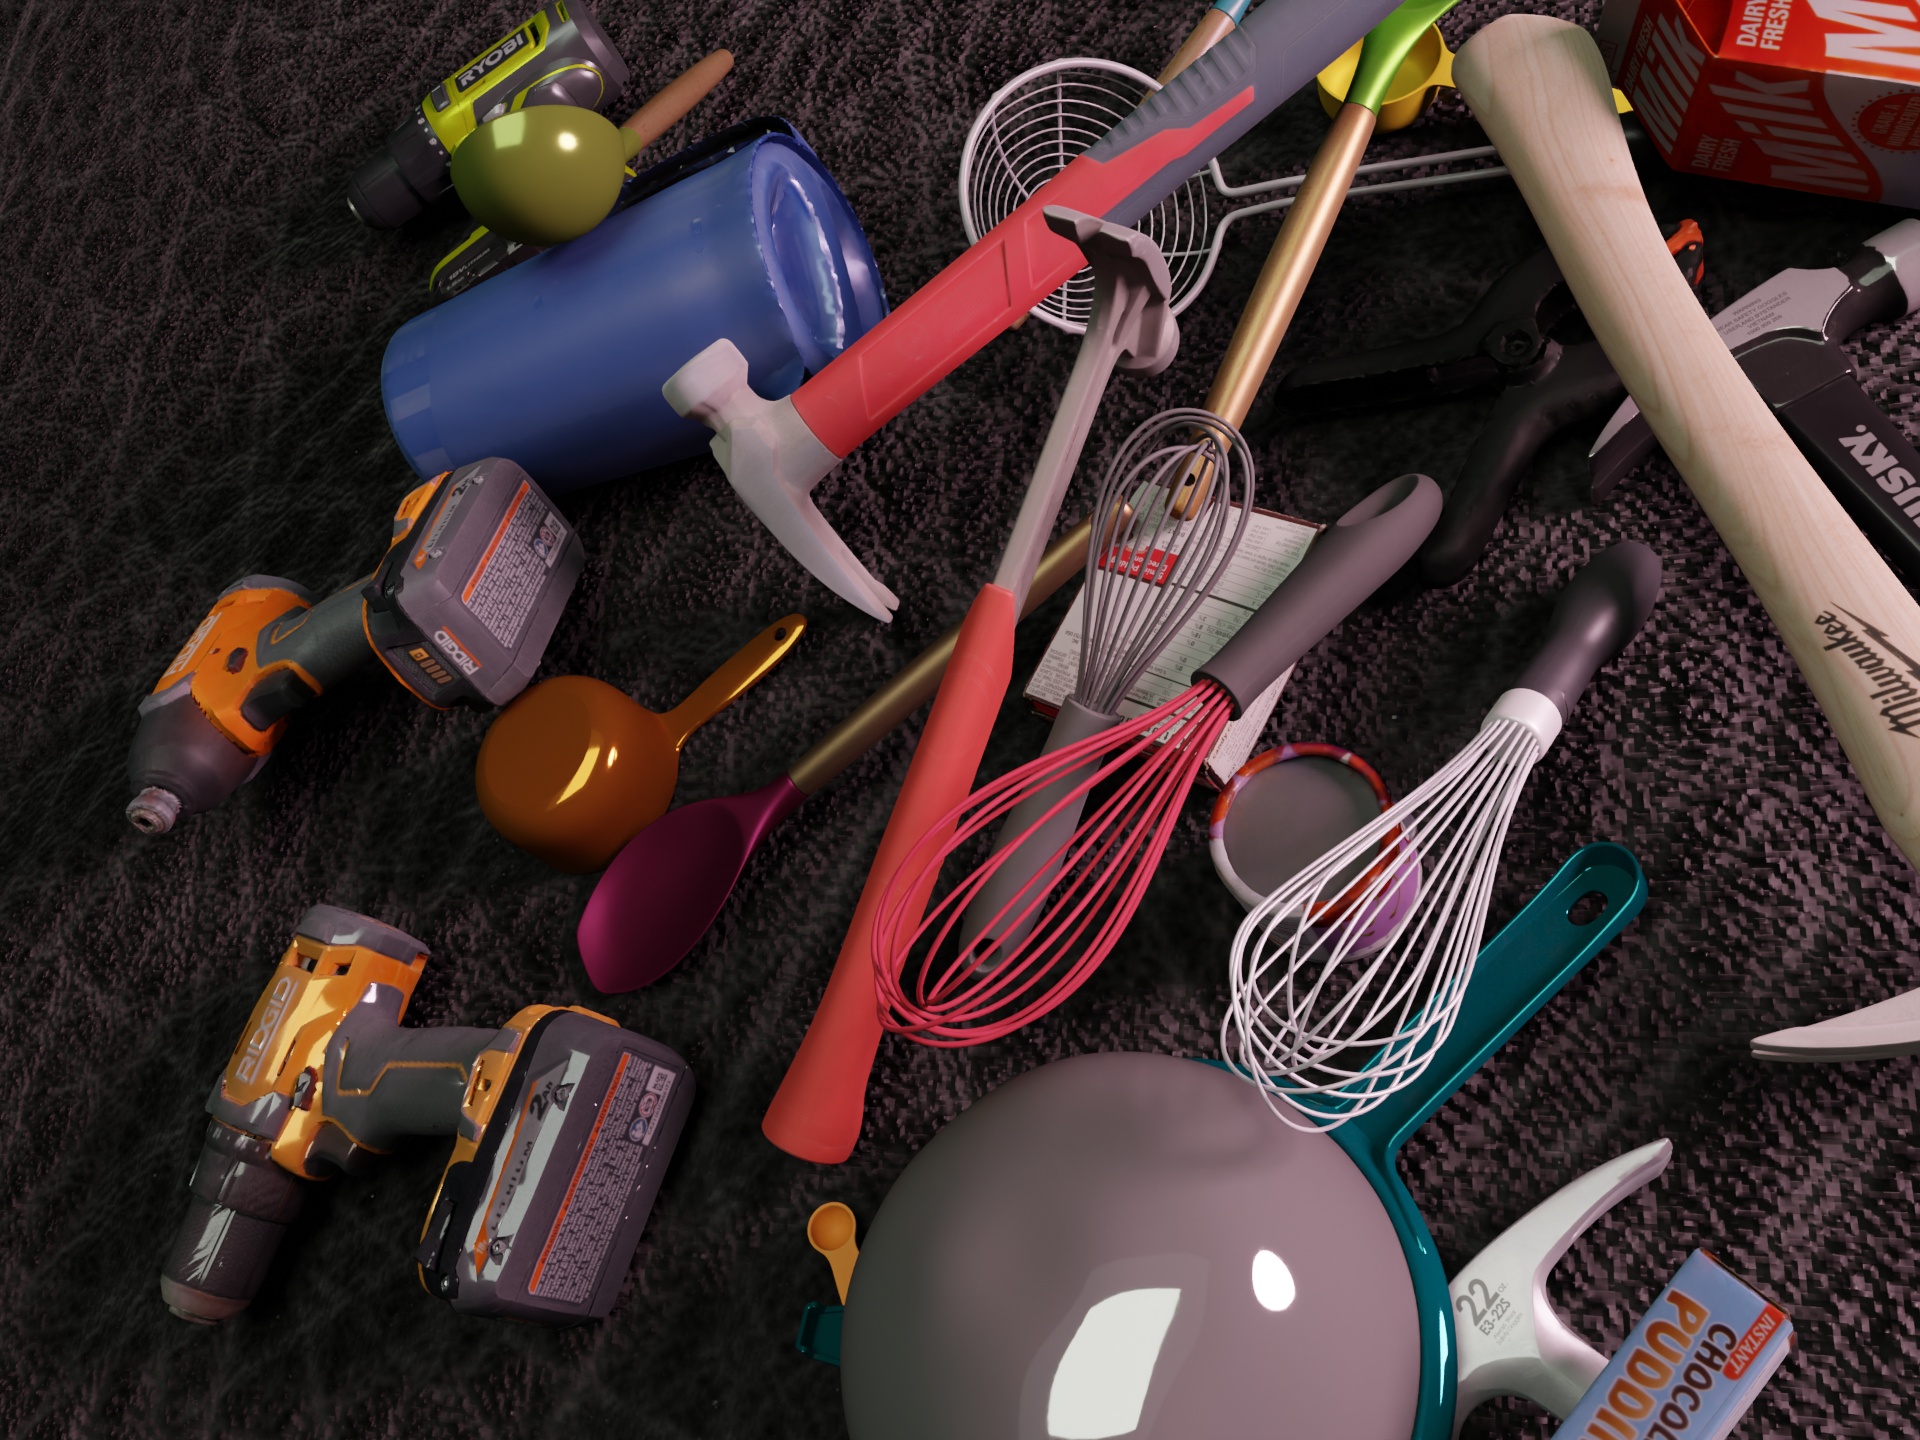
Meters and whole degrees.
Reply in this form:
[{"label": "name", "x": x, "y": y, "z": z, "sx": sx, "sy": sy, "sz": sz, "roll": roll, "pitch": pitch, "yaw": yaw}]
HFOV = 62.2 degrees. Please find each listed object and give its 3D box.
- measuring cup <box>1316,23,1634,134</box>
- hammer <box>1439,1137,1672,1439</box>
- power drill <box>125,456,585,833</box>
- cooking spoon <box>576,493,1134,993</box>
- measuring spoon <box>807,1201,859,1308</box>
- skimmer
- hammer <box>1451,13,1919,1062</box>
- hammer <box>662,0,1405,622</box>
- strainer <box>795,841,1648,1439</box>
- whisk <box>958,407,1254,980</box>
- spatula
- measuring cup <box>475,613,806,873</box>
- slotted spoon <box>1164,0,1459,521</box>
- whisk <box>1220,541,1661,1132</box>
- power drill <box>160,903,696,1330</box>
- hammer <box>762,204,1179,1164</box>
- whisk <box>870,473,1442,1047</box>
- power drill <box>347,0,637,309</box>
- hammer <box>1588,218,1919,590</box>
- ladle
[{"label": "measuring cup", "x": 0.235, "y": -0.278, "z": 0.714, "sx": 0.156, "sy": 0.029, "sz": 0.062, "roll": 23, "pitch": 77, "yaw": 21}, {"label": "hammer", "x": 0.300, "y": 0.268, "z": 0.397, "sx": 0.406, "sy": 0.035, "sz": 0.144, "roll": 33, "pitch": 83, "yaw": 34}, {"label": "power drill", "x": -0.308, "y": -0.029, "z": 0.782, "sx": 0.226, "sy": 0.084, "sz": 0.164, "roll": -19, "pitch": 37, "yaw": 24}, {"label": "cooking spoon", "x": -0.050, "y": 0.011, "z": 0.684, "sx": 0.319, "sy": 0.017, "sz": 0.069, "roll": -40, "pitch": 55, "yaw": 13}, {"label": "measuring spoon", "x": -0.027, "y": 0.233, "z": 0.590, "sx": 0.021, "sy": 0.011, "sz": 0.117, "roll": -29, "pitch": 59, "yaw": -2}, {"label": "skimmer", "x": 0.181, "y": -0.239, "z": 0.674, "sx": 0.363, "sy": 0.090, "sz": 0.127, "roll": -1, "pitch": 89, "yaw": 24}, {"label": "hammer", "x": 0.254, "y": -0.090, "z": 0.545, "sx": 0.146, "sy": 0.038, "sz": 0.411, "roll": -25, "pitch": 61, "yaw": 16}, {"label": "hammer", "x": 0.063, "y": -0.199, "z": 0.651, "sx": 0.386, "sy": 0.143, "sz": 0.038, "roll": -35, "pitch": 15, "yaw": 18}, {"label": "strainer", "x": 0.085, "y": 0.143, "z": 0.504, "sx": 0.340, "sy": 0.095, "sz": 0.211, "roll": -43, "pitch": 42, "yaw": -3}, {"label": "whisk", "x": 0.047, "y": -0.004, "z": 0.605, "sx": 0.055, "sy": 0.055, "sz": 0.239, "roll": 32, "pitch": 108, "yaw": 34}, {"label": "spatula", "x": 0.119, "y": -0.317, "z": 0.786, "sx": 0.082, "sy": 0.044, "sz": 0.317, "roll": 35, "pitch": 89, "yaw": 34}, {"label": "measuring cup", "x": -0.150, "y": -0.004, "z": 0.739, "sx": 0.173, "sy": 0.052, "sz": 0.095, "roll": -38, "pitch": 55, "yaw": 6}, {"label": "slotted spoon", "x": 0.150, "y": -0.225, "z": 0.649, "sx": 0.070, "sy": 0.031, "sz": 0.314, "roll": 23, "pitch": 86, "yaw": 21}, {"label": "whisk", "x": 0.170, "y": 0.022, "z": 0.521, "sx": 0.070, "sy": 0.070, "sz": 0.285, "roll": 22, "pitch": 50, "yaw": 32}, {"label": "power drill", "x": -0.240, "y": 0.187, "z": 0.674, "sx": 0.226, "sy": 0.084, "sz": 0.185, "roll": 9, "pitch": 71, "yaw": 34}, {"label": "hammer", "x": -0.001, "y": -0.002, "z": 0.588, "sx": 0.037, "sy": 0.149, "sz": 0.359, "roll": 22, "pitch": 96, "yaw": 13}, {"label": "whisk", "x": 0.077, "y": 0.003, "z": 0.561, "sx": 0.073, "sy": 0.073, "sz": 0.296, "roll": 33, "pitch": 66, "yaw": 34}, {"label": "power drill", "x": -0.269, "y": -0.309, "z": 0.937, "sx": 0.190, "sy": 0.080, "sz": 0.229, "roll": -32, "pitch": 53, "yaw": 8}, {"label": "hammer", "x": 0.346, "y": -0.022, "z": 0.520, "sx": 0.146, "sy": 0.035, "sz": 0.335, "roll": -29, "pitch": 57, "yaw": 9}, {"label": "ladle", "x": -0.171, "y": -0.317, "z": 0.822, "sx": 0.078, "sy": 0.062, "sz": 0.320, "roll": -23, "pitch": 27, "yaw": 23}]
